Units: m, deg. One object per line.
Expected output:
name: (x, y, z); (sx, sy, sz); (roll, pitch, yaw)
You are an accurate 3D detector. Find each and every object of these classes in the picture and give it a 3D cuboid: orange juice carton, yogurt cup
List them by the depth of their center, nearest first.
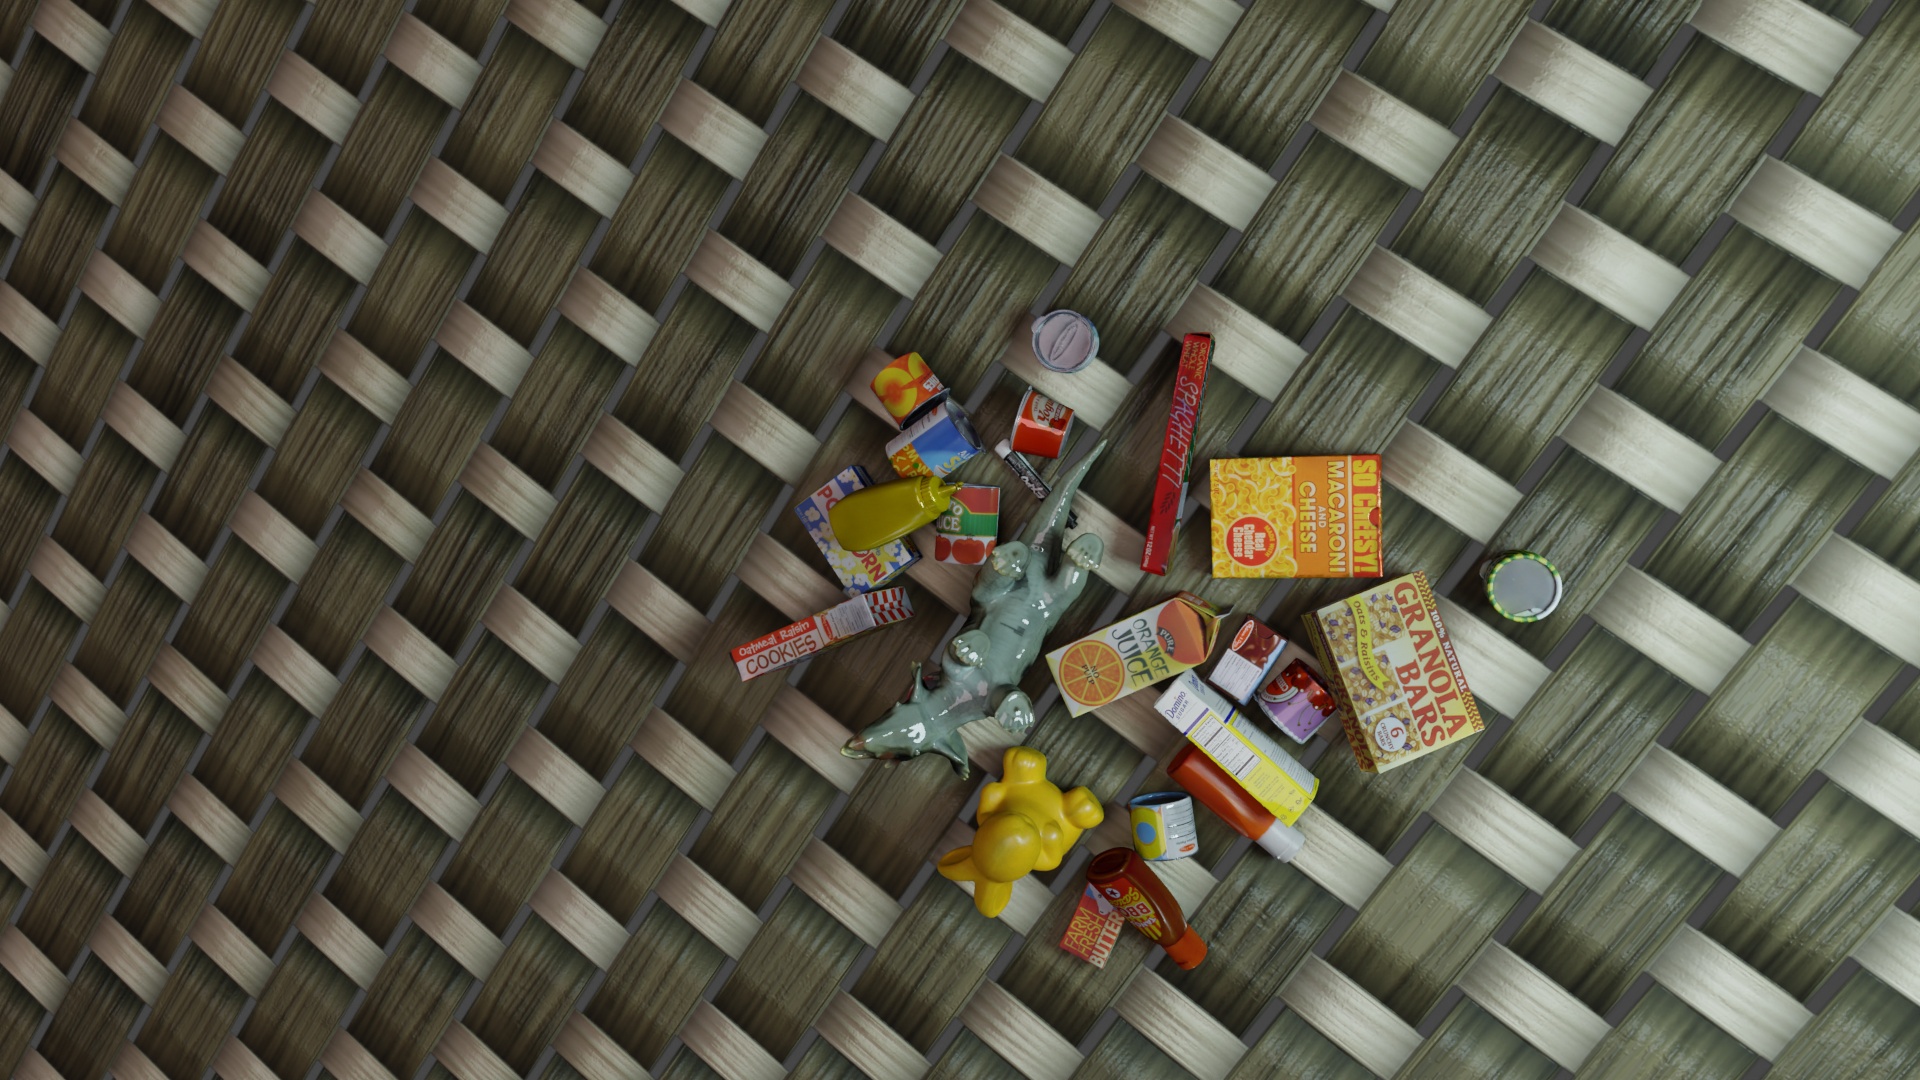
orange juice carton: (0.192, 0.108, 1.429); (0.192, 0.072, 0.073); (-26, 86, 17)
yogurt cup: (0.086, -0.119, 1.455); (0.054, 0.072, 0.072); (18, 98, 7)

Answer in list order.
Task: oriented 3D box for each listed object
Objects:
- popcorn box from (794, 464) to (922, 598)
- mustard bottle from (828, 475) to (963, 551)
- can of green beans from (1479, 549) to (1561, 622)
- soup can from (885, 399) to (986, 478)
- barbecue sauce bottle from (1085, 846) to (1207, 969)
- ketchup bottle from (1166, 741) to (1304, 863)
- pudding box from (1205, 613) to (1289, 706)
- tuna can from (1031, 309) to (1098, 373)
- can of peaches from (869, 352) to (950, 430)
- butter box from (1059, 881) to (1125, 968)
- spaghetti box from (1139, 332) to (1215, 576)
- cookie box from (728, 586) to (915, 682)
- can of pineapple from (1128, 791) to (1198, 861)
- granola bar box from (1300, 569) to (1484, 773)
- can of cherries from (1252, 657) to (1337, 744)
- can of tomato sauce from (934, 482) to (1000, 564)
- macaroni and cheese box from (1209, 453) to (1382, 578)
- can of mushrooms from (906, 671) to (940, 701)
popcorn box: (-0.113, -0.009, 1.533); (0.085, 0.038, 0.127); (-36, 82, 15)
mustard bottle: (-0.061, -0.035, 1.456); (0.160, 0.049, 0.065); (-17, 98, 28)
can of green beans: (0.537, 0.043, 1.328); (0.071, 0.058, 0.071); (1, 93, 17)
soup can: (-0.027, -0.098, 1.489); (0.083, 0.071, 0.071); (-35, 83, 16)
barbecue sauce bottle: (0.197, 0.380, 1.430); (0.148, 0.044, 0.064); (49, 139, -16)
ketchup bottle: (0.282, 0.268, 1.416); (0.149, 0.064, 0.044); (40, 71, 4)
pudding box: (0.294, 0.122, 1.420); (0.050, 0.030, 0.083); (33, 101, 14)
tuna can: (0.109, -0.210, 1.459); (0.071, 0.033, 0.071); (1, 93, 17)
can of peaches: (-0.054, -0.162, 1.493); (0.071, 0.071, 0.058); (-40, 81, 15)
butter box: (0.150, 0.399, 1.480); (0.053, 0.024, 0.103); (25, 100, 14)
spaghetti box: (0.223, -0.089, 1.421); (0.029, 0.050, 0.249); (11, 96, 15)
cookie box: (-0.148, 0.099, 1.505); (0.167, 0.123, 0.040); (-23, 85, 17)
can of pineapple: (0.208, 0.295, 1.436); (0.071, 0.071, 0.058); (-8, 90, 17)
granola bar box: (0.420, 0.127, 1.350); (0.124, 0.039, 0.165); (-19, 87, -14)
can of cherries: (0.337, 0.159, 1.388); (0.071, 0.071, 0.058); (45, 104, 10)
can of tomato sauce: (0.005, -0.019, 1.481); (0.071, 0.071, 0.083); (4, 95, 17)
macaroni and cheese box: (0.337, -0.024, 1.395); (0.166, 0.040, 0.123); (-1, 93, 17)
can of mushrooms: (-0.026, 0.179, 1.518); (0.071, 0.033, 0.071); (1, 94, 16)
